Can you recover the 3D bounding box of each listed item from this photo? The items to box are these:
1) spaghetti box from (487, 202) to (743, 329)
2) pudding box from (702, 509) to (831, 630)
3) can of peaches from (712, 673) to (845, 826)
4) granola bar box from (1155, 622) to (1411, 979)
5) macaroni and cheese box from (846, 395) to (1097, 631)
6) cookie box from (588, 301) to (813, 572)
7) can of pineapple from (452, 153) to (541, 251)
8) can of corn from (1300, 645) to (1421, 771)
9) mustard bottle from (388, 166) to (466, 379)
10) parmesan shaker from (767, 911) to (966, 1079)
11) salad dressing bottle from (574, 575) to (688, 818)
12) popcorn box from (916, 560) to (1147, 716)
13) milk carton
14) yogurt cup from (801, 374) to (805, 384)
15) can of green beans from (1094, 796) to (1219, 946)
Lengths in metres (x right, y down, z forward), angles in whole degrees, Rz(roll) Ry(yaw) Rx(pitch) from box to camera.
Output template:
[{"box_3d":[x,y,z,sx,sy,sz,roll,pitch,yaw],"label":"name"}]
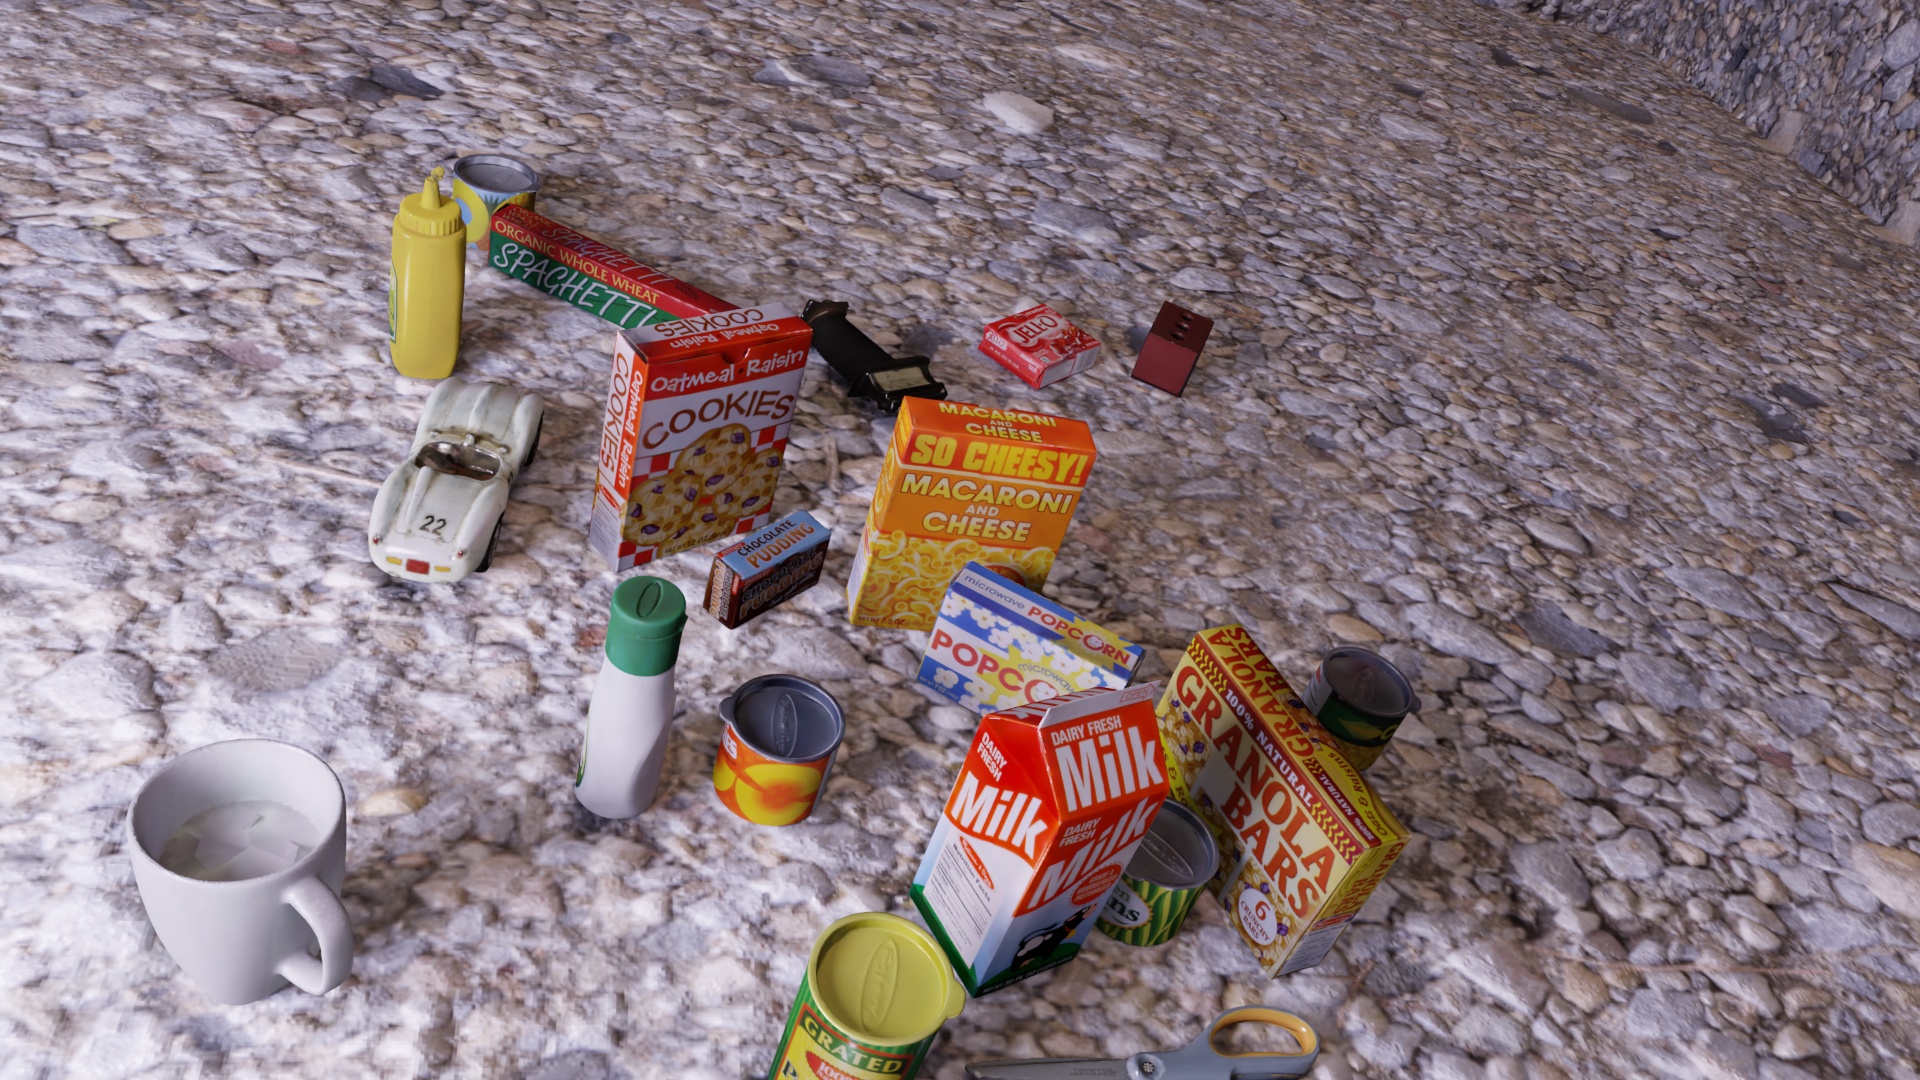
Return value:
[{"box_3d":[-0.268,-0.199,1.116,0.250,0.049,0.029,25,37,8],"label":"spaghetti box"},{"box_3d":[-0.126,0.018,0.909,0.030,0.049,0.084,37,40,22],"label":"pudding box"},{"box_3d":[-0.106,0.118,0.786,0.071,0.057,0.071,12,38,-10],"label":"can of peaches"},{"box_3d":[0.172,0.150,0.814,0.039,0.123,0.166,-6,44,-30],"label":"granola bar box"},{"box_3d":[0.003,-0.011,0.906,0.124,0.165,0.040,6,39,-17],"label":"macaroni and cheese box"},{"box_3d":[-0.169,-0.067,0.899,0.123,0.166,0.040,-20,52,-40],"label":"cookie box"},{"box_3d":[-0.388,-0.281,1.159,0.071,0.057,0.071,12,38,-10],"label":"can of pineapple"},{"box_3d":[0.270,0.117,0.952,0.071,0.058,0.071,12,38,-10],"label":"can of corn"},{"box_3d":[-0.372,-0.191,0.969,0.049,0.159,0.065,-2,42,-26],"label":"mustard bottle"},{"box_3d":[-0.045,0.229,0.637,0.071,0.102,0.072,12,38,-10],"label":"parmesan shaker"},{"box_3d":[-0.172,0.083,0.727,0.044,0.146,0.064,16,37,-4],"label":"salad dressing bottle"},{"box_3d":[0.042,0.079,0.878,0.127,0.084,0.038,27,38,10],"label":"popcorn box"},{"box_3d":[0.043,0.143,0.711,0.072,0.189,0.074,-10,46,-33],"label":"milk carton"},{"box_3d":[-0.159,-0.104,1.043,0.072,0.053,0.073,12,38,-10],"label":"yogurt cup"},{"box_3d":[0.106,0.188,0.792,0.071,0.057,0.071,12,38,-10],"label":"can of green beans"}]
